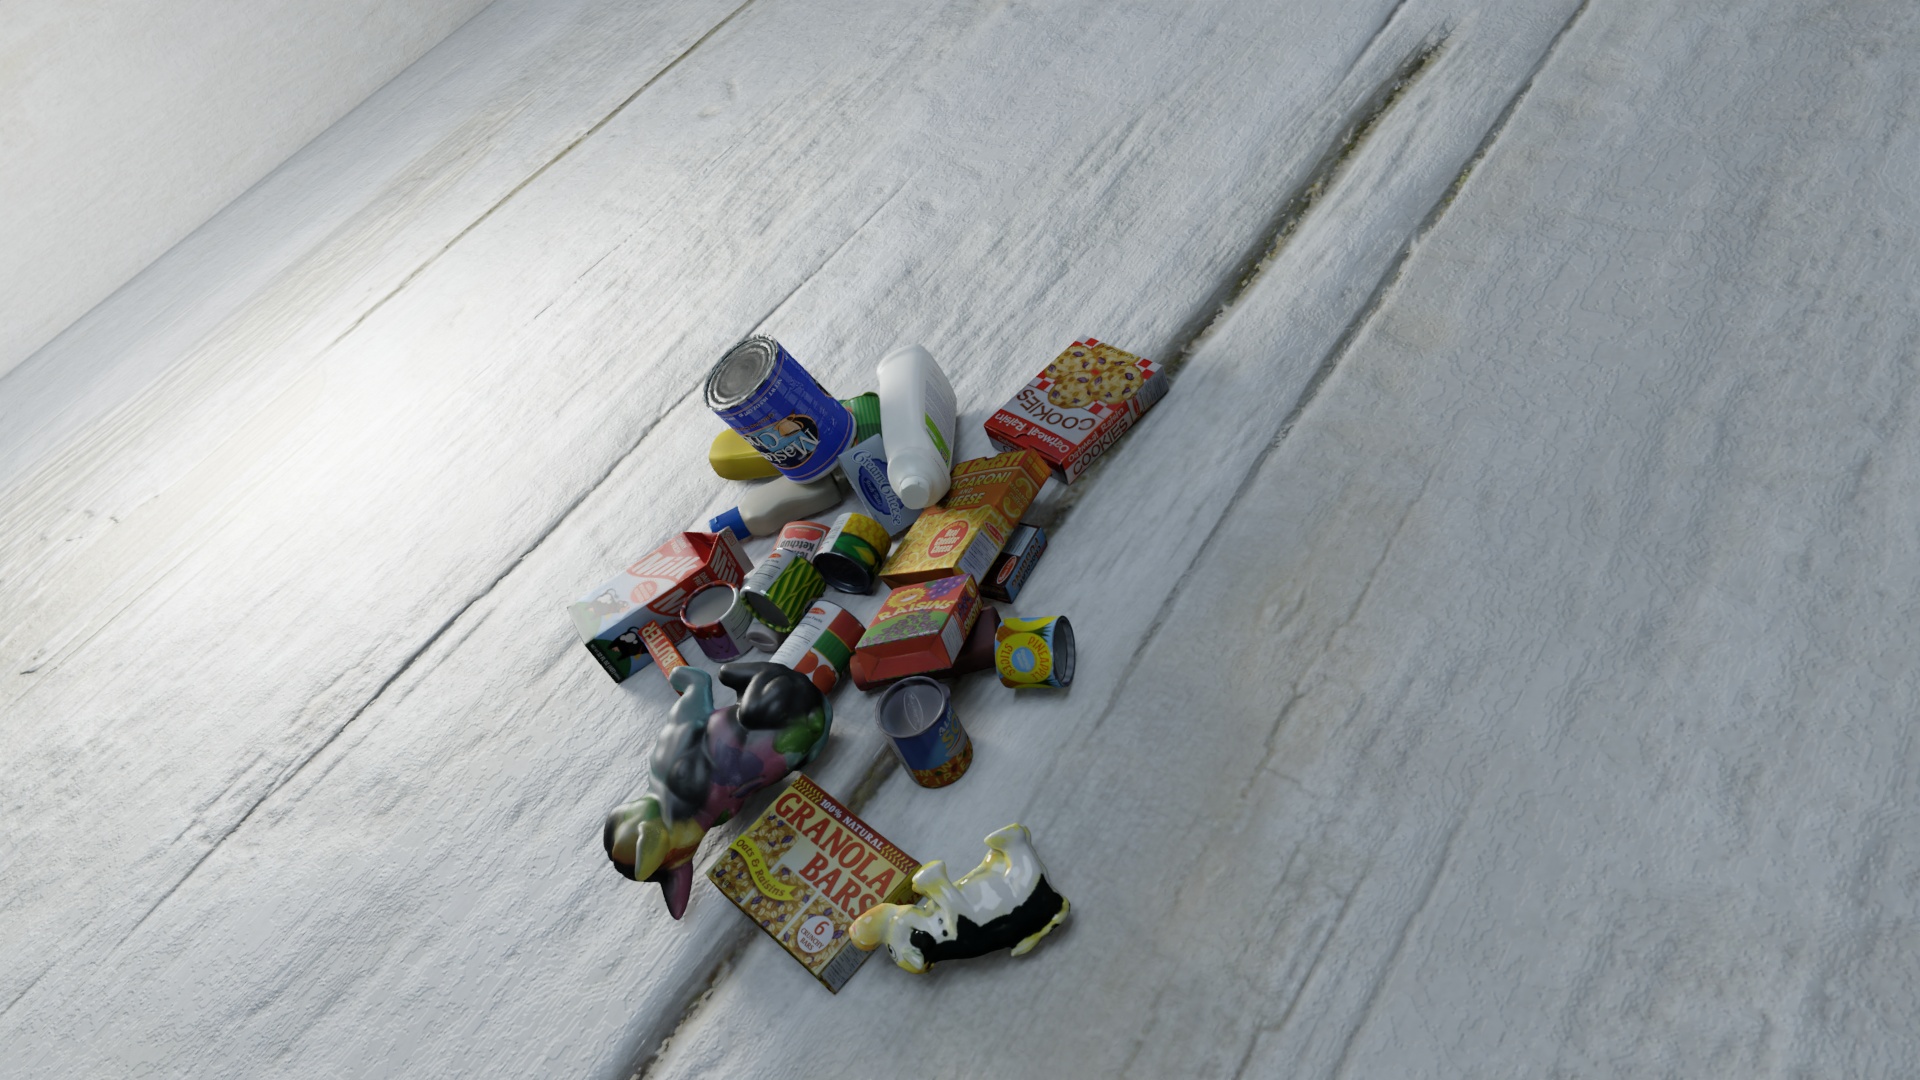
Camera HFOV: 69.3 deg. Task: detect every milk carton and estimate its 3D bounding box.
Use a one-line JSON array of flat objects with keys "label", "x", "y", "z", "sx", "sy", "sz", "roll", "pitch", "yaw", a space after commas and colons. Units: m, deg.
[{"label": "milk carton", "x": -0.314, "y": 0.060, "z": 1.488, "sx": 0.191, "sy": 0.072, "sz": 0.074, "roll": -33, "pitch": 43, "yaw": -9}]

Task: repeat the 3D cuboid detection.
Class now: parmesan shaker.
[{"label": "parmesan shaker", "x": -0.102, "y": -0.109, "z": 1.558, "sx": 0.071, "sy": 0.071, "sz": 0.103, "roll": -20, "pitch": 43, "yaw": 5}]

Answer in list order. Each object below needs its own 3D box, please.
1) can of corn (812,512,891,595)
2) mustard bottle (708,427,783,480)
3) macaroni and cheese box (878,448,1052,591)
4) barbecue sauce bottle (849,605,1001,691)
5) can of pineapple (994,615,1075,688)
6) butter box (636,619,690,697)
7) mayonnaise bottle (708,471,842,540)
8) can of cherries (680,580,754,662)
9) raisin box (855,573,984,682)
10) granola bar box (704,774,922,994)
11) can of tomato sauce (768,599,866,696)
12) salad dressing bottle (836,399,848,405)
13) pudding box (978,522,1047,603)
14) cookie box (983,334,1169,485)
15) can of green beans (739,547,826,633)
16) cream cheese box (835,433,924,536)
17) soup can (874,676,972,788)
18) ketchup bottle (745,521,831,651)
[{"label": "can of corn", "x": -0.110, "y": 0.015, "z": 1.448, "sx": 0.071, "sy": 0.071, "sz": 0.058, "roll": 5, "pitch": 50, "yaw": 28}, {"label": "mustard bottle", "x": -0.213, "y": -0.105, "z": 1.620, "sx": 0.160, "sy": 0.048, "sz": 0.066, "roll": -2, "pitch": 46, "yaw": 22}, {"label": "macaroni and cheese box", "x": 0.005, "y": -0.018, "z": 1.414, "sx": 0.123, "sy": 0.040, "sz": 0.167, "roll": -8, "pitch": 41, "yaw": 50}, {"label": "barbecue sauce bottle", "x": -0.032, "y": 0.109, "z": 1.335, "sx": 0.148, "sy": 0.043, "sz": 0.065, "roll": -16, "pitch": 35, "yaw": 10}, {"label": "can of pineapple", "x": 0.069, "y": 0.103, "z": 1.278, "sx": 0.058, "sy": 0.070, "sz": 0.071, "roll": -4, "pitch": 47, "yaw": 22}, {"label": "butter box", "x": -0.293, "y": 0.129, "z": 1.425, "sx": 0.024, "sy": 0.053, "sz": 0.104, "roll": -37, "pitch": 44, "yaw": -10}, {"label": "mayonnaise bottle", "x": -0.209, "y": -0.039, "z": 1.561, "sx": 0.148, "sy": 0.041, "sz": 0.065, "roll": -26, "pitch": 41, "yaw": 0}, {"label": "can of cherries", "x": -0.253, "y": 0.084, "z": 1.447, "sx": 0.071, "sy": 0.058, "sz": 0.072, "roll": -12, "pitch": 45, "yaw": 12}, {"label": "raisin box", "x": -0.036, "y": 0.079, "z": 1.285, "sx": 0.086, "sy": 0.040, "sz": 0.124, "roll": -13, "pitch": 20, "yaw": 20}, {"label": "granola bar box", "x": -0.125, "y": 0.292, "z": 1.202, "sx": 0.166, "sy": 0.039, "sz": 0.124, "roll": 27, "pitch": 63, "yaw": 40}, {"label": "can of tomato sauce", "x": -0.138, "y": 0.112, "z": 1.366, "sx": 0.071, "sy": 0.071, "sz": 0.083, "roll": 17, "pitch": 57, "yaw": 35}, {"label": "salad dressing bottle", "x": -0.173, "y": -0.150, "z": 1.650, "sx": 0.147, "sy": 0.043, "sz": 0.064, "roll": 4, "pitch": 37, "yaw": 26}, {"label": "pudding box", "x": 0.046, "y": 0.020, "z": 1.397, "sx": 0.049, "sy": 0.030, "sz": 0.084, "roll": 13, "pitch": 54, "yaw": 32}, {"label": "cookie box", "x": 0.125, "y": -0.146, "z": 1.516, "sx": 0.168, "sy": 0.040, "sz": 0.123, "roll": -43, "pitch": 46, "yaw": -19}, {"label": "can of green beans", "x": -0.178, "y": 0.051, "z": 1.392, "sx": 0.071, "sy": 0.071, "sz": 0.058, "roll": 14, "pitch": 53, "yaw": 34}, {"label": "cream cheese box", "x": -0.085, "y": -0.058, "z": 1.488, "sx": 0.053, "sy": 0.103, "sz": 0.024, "roll": -31, "pitch": 3, "yaw": -9}, {"label": "soup can", "x": -0.029, "y": 0.171, "z": 1.244, "sx": 0.071, "sy": 0.083, "sz": 0.072, "roll": -12, "pitch": 45, "yaw": 13}, {"label": "ketchup bottle", "x": -0.181, "y": 0.048, "z": 1.462, "sx": 0.065, "sy": 0.043, "sz": 0.149, "roll": 5, "pitch": 51, "yaw": 20}]
